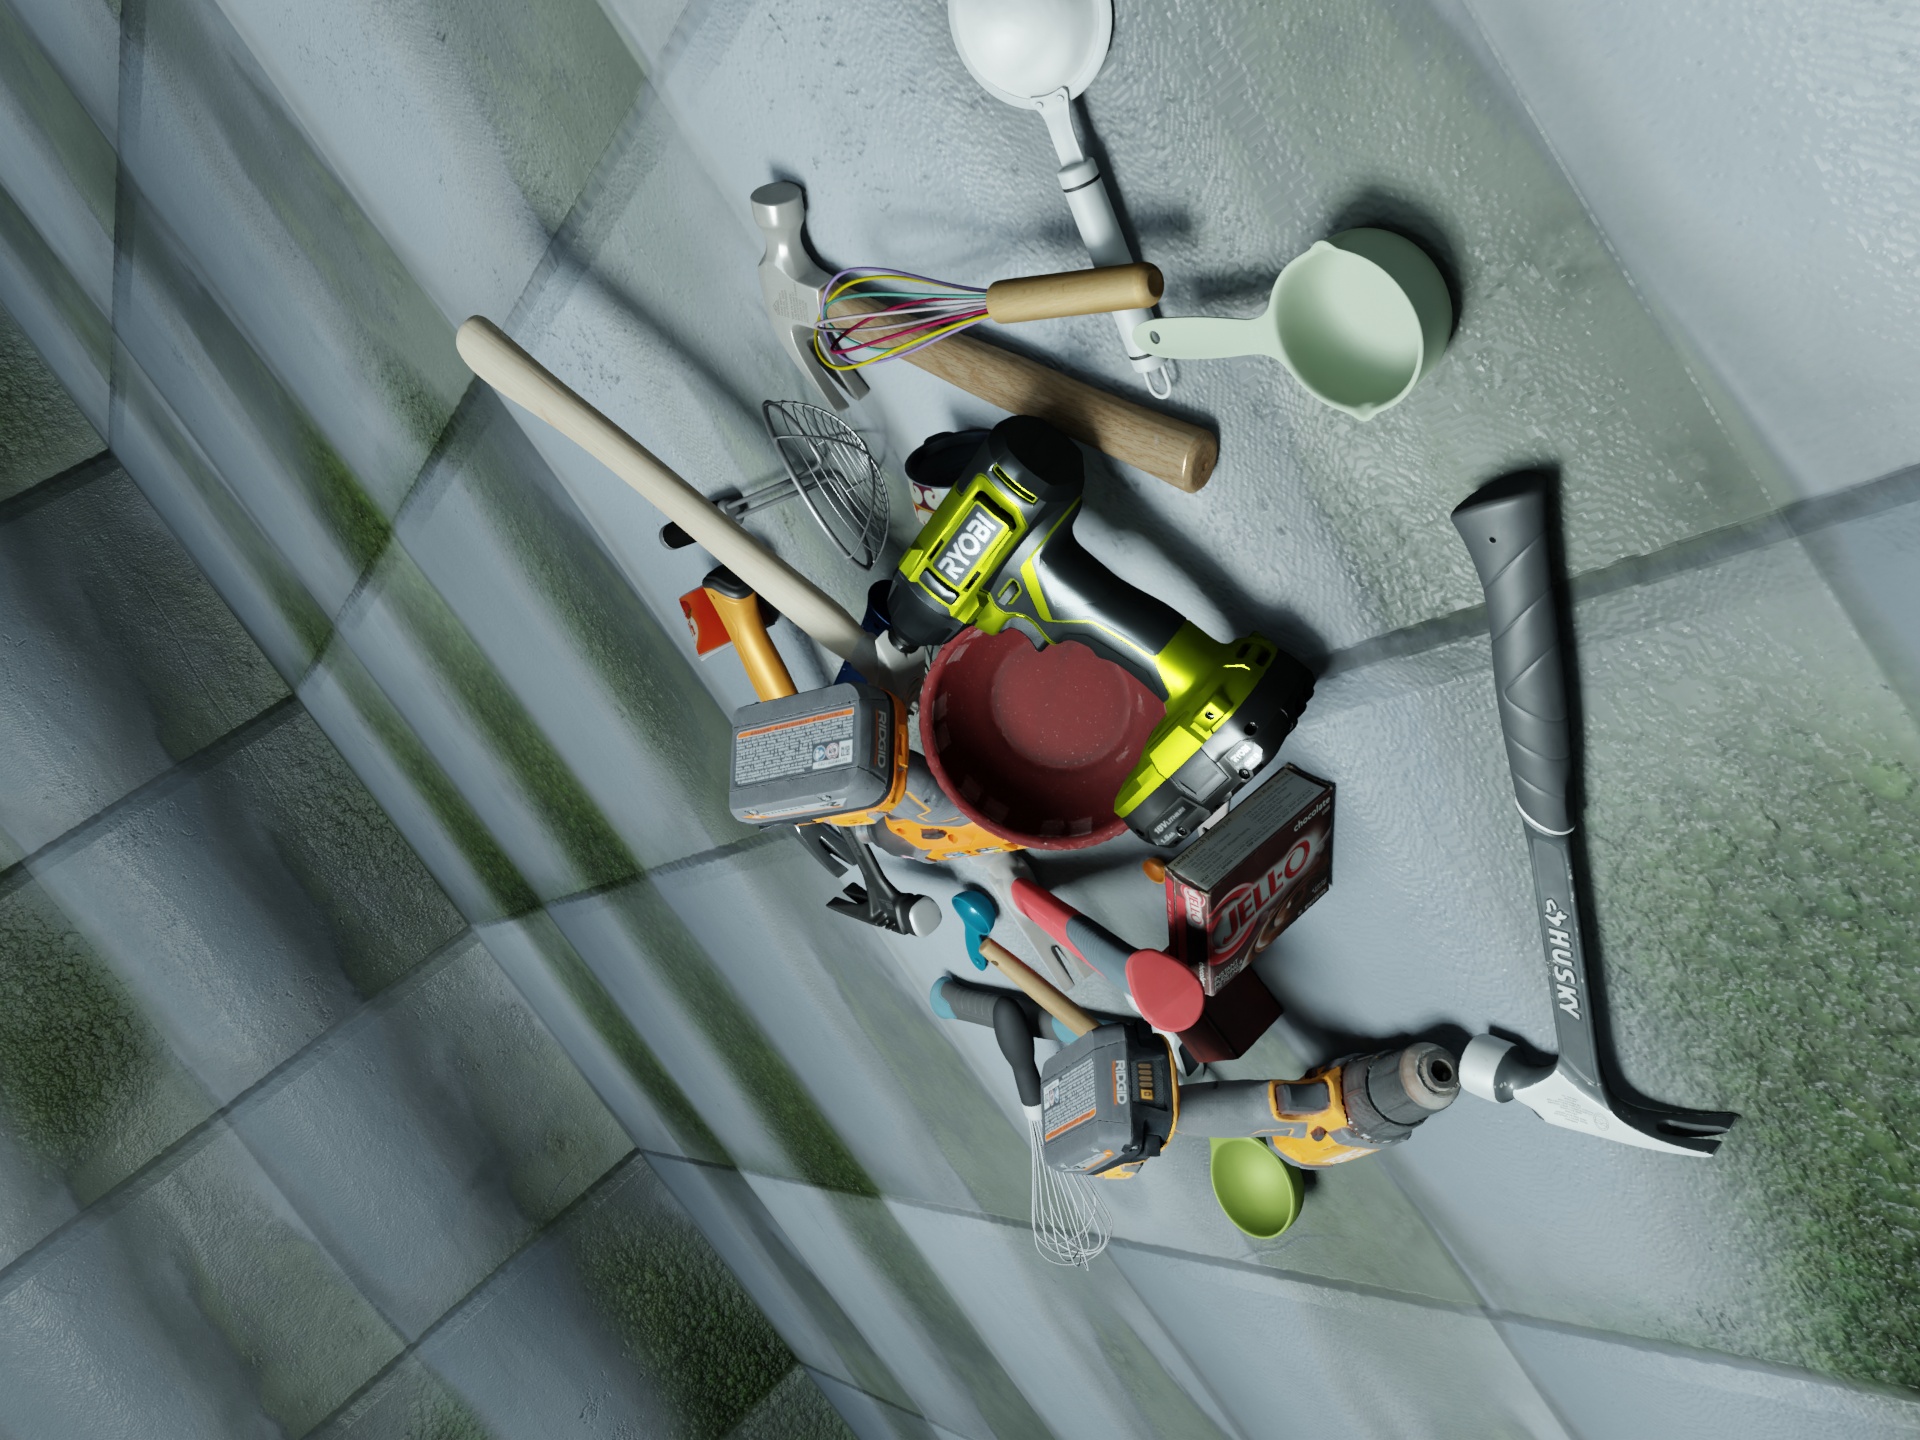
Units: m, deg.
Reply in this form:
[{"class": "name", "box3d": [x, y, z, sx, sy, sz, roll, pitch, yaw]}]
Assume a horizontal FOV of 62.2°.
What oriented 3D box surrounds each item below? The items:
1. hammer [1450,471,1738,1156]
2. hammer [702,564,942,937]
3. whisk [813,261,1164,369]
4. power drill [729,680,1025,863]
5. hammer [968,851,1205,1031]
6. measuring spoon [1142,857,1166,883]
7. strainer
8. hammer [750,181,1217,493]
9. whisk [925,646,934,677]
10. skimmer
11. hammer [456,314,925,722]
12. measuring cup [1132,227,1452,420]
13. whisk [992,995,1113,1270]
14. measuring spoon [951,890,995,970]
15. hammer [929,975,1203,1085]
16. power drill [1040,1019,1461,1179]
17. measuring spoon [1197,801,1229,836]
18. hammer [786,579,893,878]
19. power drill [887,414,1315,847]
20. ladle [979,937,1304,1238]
[{"class": "hammer", "box3d": [0.297, 0.063, 0.791, 0.149, 0.036, 0.408, 16, 135, 45]}, {"class": "hammer", "box3d": [-0.123, 0.027, 1.266, 0.127, 0.034, 0.336, 7, 129, 50]}, {"class": "whisk", "box3d": [0.005, -0.210, 0.823, 0.245, 0.047, 0.051, 8, 147, 45]}, {"class": "power drill", "box3d": [-0.053, 0.048, 1.073, 0.164, 0.084, 0.226, -12, 159, 33]}, {"class": "hammer", "box3d": [0.088, 0.154, 1.044, 0.143, 0.038, 0.386, 56, 173, -9]}, {"class": "measuring spoon", "box3d": [0.166, 0.102, 1.047, 0.117, 0.011, 0.021, 1, 125, 50]}, {"class": "strainer", "box3d": [0.053, -0.267, 0.757, 0.087, 0.050, 0.258, -3, 125, 39]}, {"class": "hammer", "box3d": [0.004, -0.201, 0.906, 0.331, 0.031, 0.129, 31, 145, 32]}, {"class": "whisk", "box3d": [-0.002, -0.004, 1.130, 0.246, 0.059, 0.058, 86, 173, -51]}, {"class": "skimmer", "box3d": [-0.160, -0.145, 1.138, 0.363, 0.090, 0.127, -7, 120, 57]}, {"class": "hammer", "box3d": [-0.187, -0.150, 1.065, 0.411, 0.038, 0.146, 39, 163, 11]}, {"class": "measuring cup", "box3d": [0.147, -0.182, 0.723, 0.168, 0.038, 0.083, 14, 135, 50]}, {"class": "whisk", "box3d": [0.073, 0.350, 1.342, 0.070, 0.070, 0.284, 12, 126, 48]}, {"class": "measuring spoon", "box3d": [0.017, 0.177, 1.338, 0.042, 0.021, 0.128, 36, 157, 24]}, {"class": "hammer", "box3d": [0.076, 0.249, 1.315, 0.331, 0.033, 0.128, -2, 121, 55]}, {"class": "power drill", "box3d": [0.182, 0.236, 0.994, 0.185, 0.226, 0.084, 124, 148, -61]}, {"class": "measuring spoon", "box3d": [0.155, 0.042, 0.983, 0.034, 0.018, 0.124, 34, 147, 28]}, {"class": "hammer", "box3d": [-0.097, 0.008, 1.280, 0.144, 0.035, 0.405, 47, 151, 8]}, {"class": "power drill", "box3d": [0.068, -0.041, 0.887, 0.223, 0.080, 0.171, 40, 134, 0]}, {"class": "ladle", "box3d": [0.130, 0.267, 1.156, 0.320, 0.062, 0.078, 41, 140, -14]}]
